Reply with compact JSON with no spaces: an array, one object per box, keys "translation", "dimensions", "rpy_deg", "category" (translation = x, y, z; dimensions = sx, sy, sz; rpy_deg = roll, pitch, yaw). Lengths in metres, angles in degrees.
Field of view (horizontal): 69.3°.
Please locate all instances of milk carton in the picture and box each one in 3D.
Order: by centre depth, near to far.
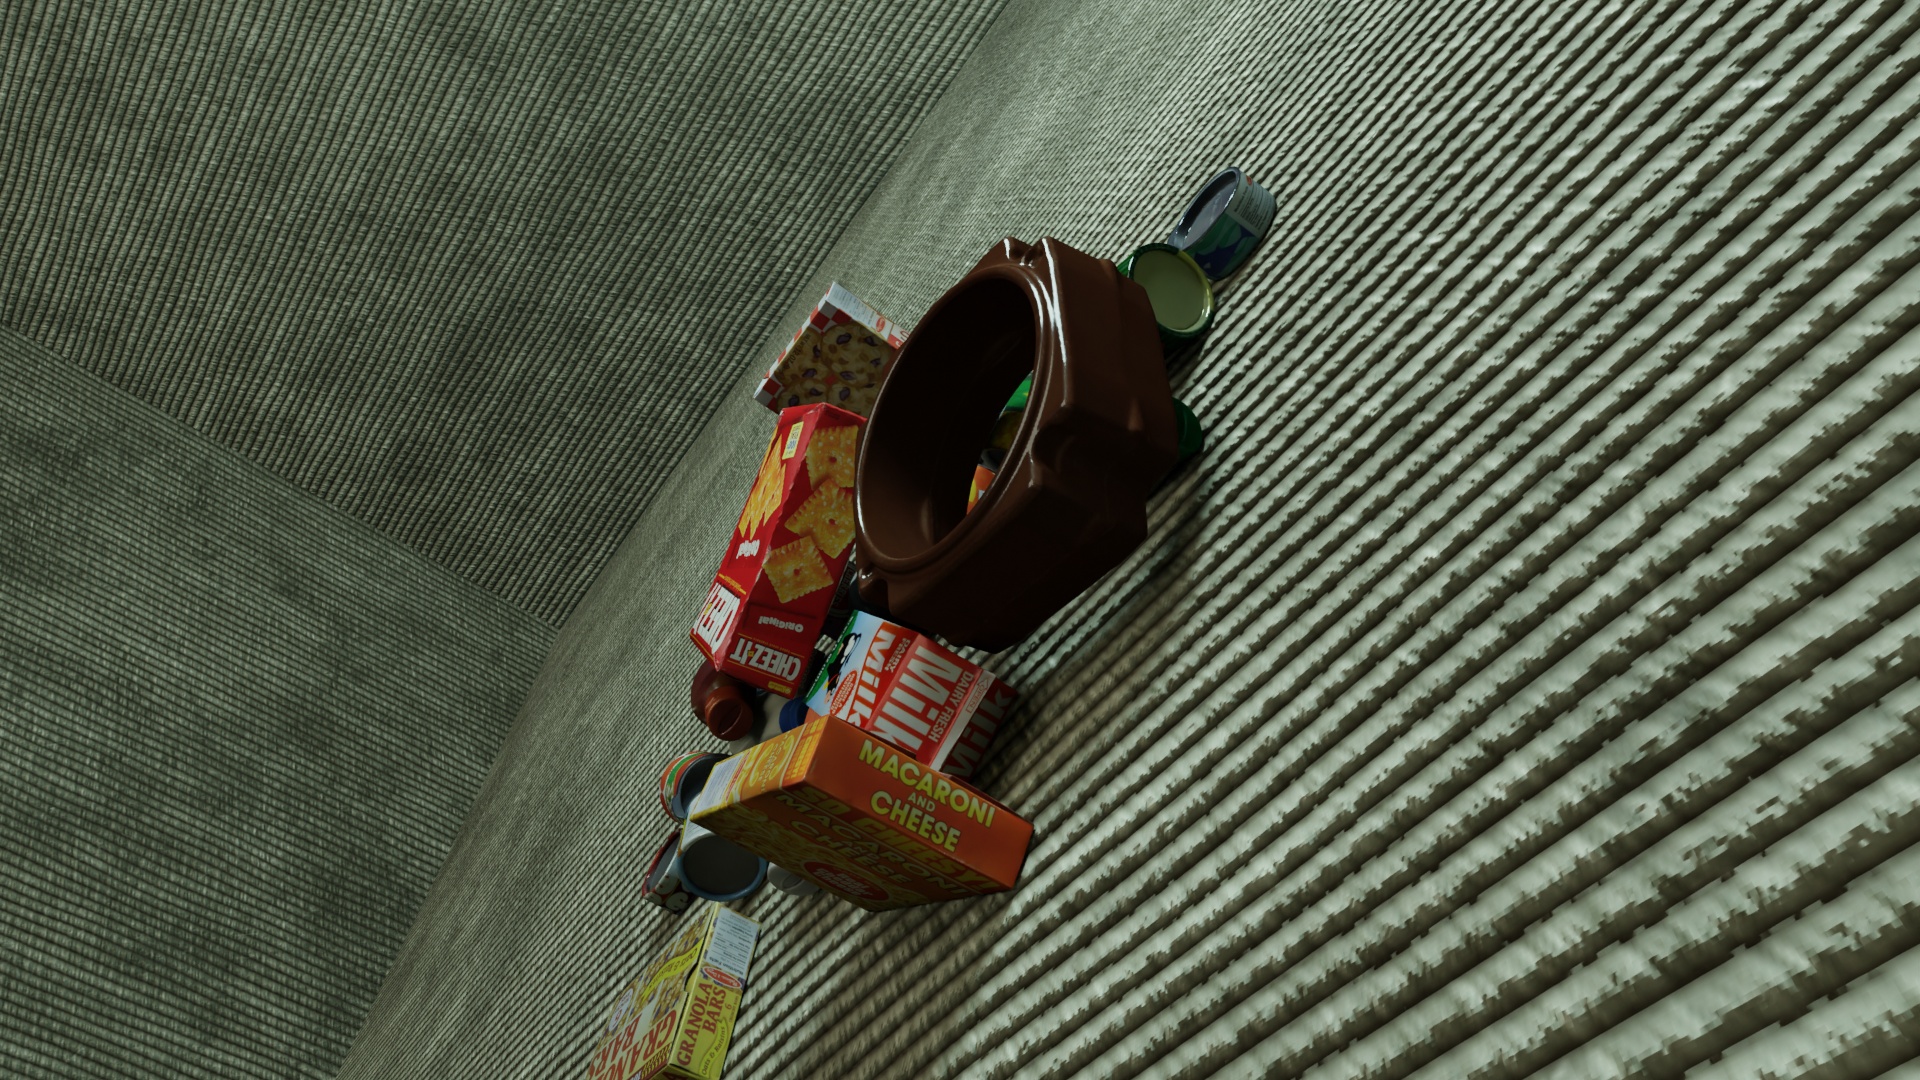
[{"translation":[-0.028,0.097,0.829],"dimensions":[0.072,0.073,0.190],"rpy_deg":[-60,17,-6],"category":"milk carton"}]

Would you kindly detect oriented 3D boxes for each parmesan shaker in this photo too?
[{"translation":[0.103,-0.140,0.886],"dimensions":[0.102,0.071,0.071],"rpy_deg":[-33,29,55],"category":"parmesan shaker"}]

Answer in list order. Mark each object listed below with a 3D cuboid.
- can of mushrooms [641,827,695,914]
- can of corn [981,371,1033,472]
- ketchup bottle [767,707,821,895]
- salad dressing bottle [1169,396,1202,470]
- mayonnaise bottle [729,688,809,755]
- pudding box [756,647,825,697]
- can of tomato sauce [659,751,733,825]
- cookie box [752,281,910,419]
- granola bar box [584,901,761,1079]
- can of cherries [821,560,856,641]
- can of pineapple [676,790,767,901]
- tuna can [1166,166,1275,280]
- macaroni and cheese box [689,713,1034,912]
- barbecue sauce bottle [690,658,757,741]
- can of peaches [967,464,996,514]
[{"translation":[-0.239,0.280,1.172],"dimensions":[0.070,0.033,0.071],"rpy_deg":[-50,19,24],"category":"can of mushrooms"},{"translation":[0.056,-0.067,0.904],"dimensions":[0.058,0.071,0.071],"rpy_deg":[-63,17,-15],"category":"can of corn"},{"translation":[-0.096,0.169,0.945],"dimensions":[0.064,0.043,0.149],"rpy_deg":[-46,20,38],"category":"ketchup bottle"},{"translation":[0.079,-0.031,0.810],"dimensions":[0.147,0.044,0.064],"rpy_deg":[-39,31,44],"category":"salad dressing bottle"},{"translation":[-0.141,0.148,1.118],"dimensions":[0.147,0.041,0.065],"rpy_deg":[-23,36,61],"category":"mayonnaise bottle"},{"translation":[-0.155,0.119,1.226],"dimensions":[0.083,0.030,0.050],"rpy_deg":[-24,38,62],"category":"pudding box"},{"translation":[-0.214,0.211,1.163],"dimensions":[0.071,0.071,0.083],"rpy_deg":[-63,16,-17],"category":"can of tomato sauce"},{"translation":[-0.076,-0.125,1.205],"dimensions":[0.122,0.167,0.040],"rpy_deg":[-48,16,32],"category":"cookie box"},{"translation":[-0.206,0.341,0.954],"dimensions":[0.164,0.039,0.125],"rpy_deg":[-46,20,34],"category":"granola bar box"},{"translation":[-0.105,0.046,1.168],"dimensions":[0.071,0.058,0.072],"rpy_deg":[-51,17,23],"category":"can of cherries"},{"translation":[-0.174,0.226,1.030],"dimensions":[0.070,0.071,0.058],"rpy_deg":[-52,17,18],"category":"can of pineapple"},{"translation":[0.165,-0.200,0.884],"dimensions":[0.071,0.033,0.071],"rpy_deg":[-50,18,23],"category":"tuna can"},{"translation":[-0.057,0.147,0.730],"dimensions":[0.166,0.123,0.040],"rpy_deg":[-31,32,56],"category":"macaroni and cheese box"},{"translation":[-0.195,0.129,1.152],"dimensions":[0.065,0.043,0.148],"rpy_deg":[-52,14,-2],"category":"barbecue sauce bottle"},{"translation":[0.003,-0.012,0.952],"dimensions":[0.071,0.071,0.058],"rpy_deg":[-36,27,52],"category":"can of peaches"}]
